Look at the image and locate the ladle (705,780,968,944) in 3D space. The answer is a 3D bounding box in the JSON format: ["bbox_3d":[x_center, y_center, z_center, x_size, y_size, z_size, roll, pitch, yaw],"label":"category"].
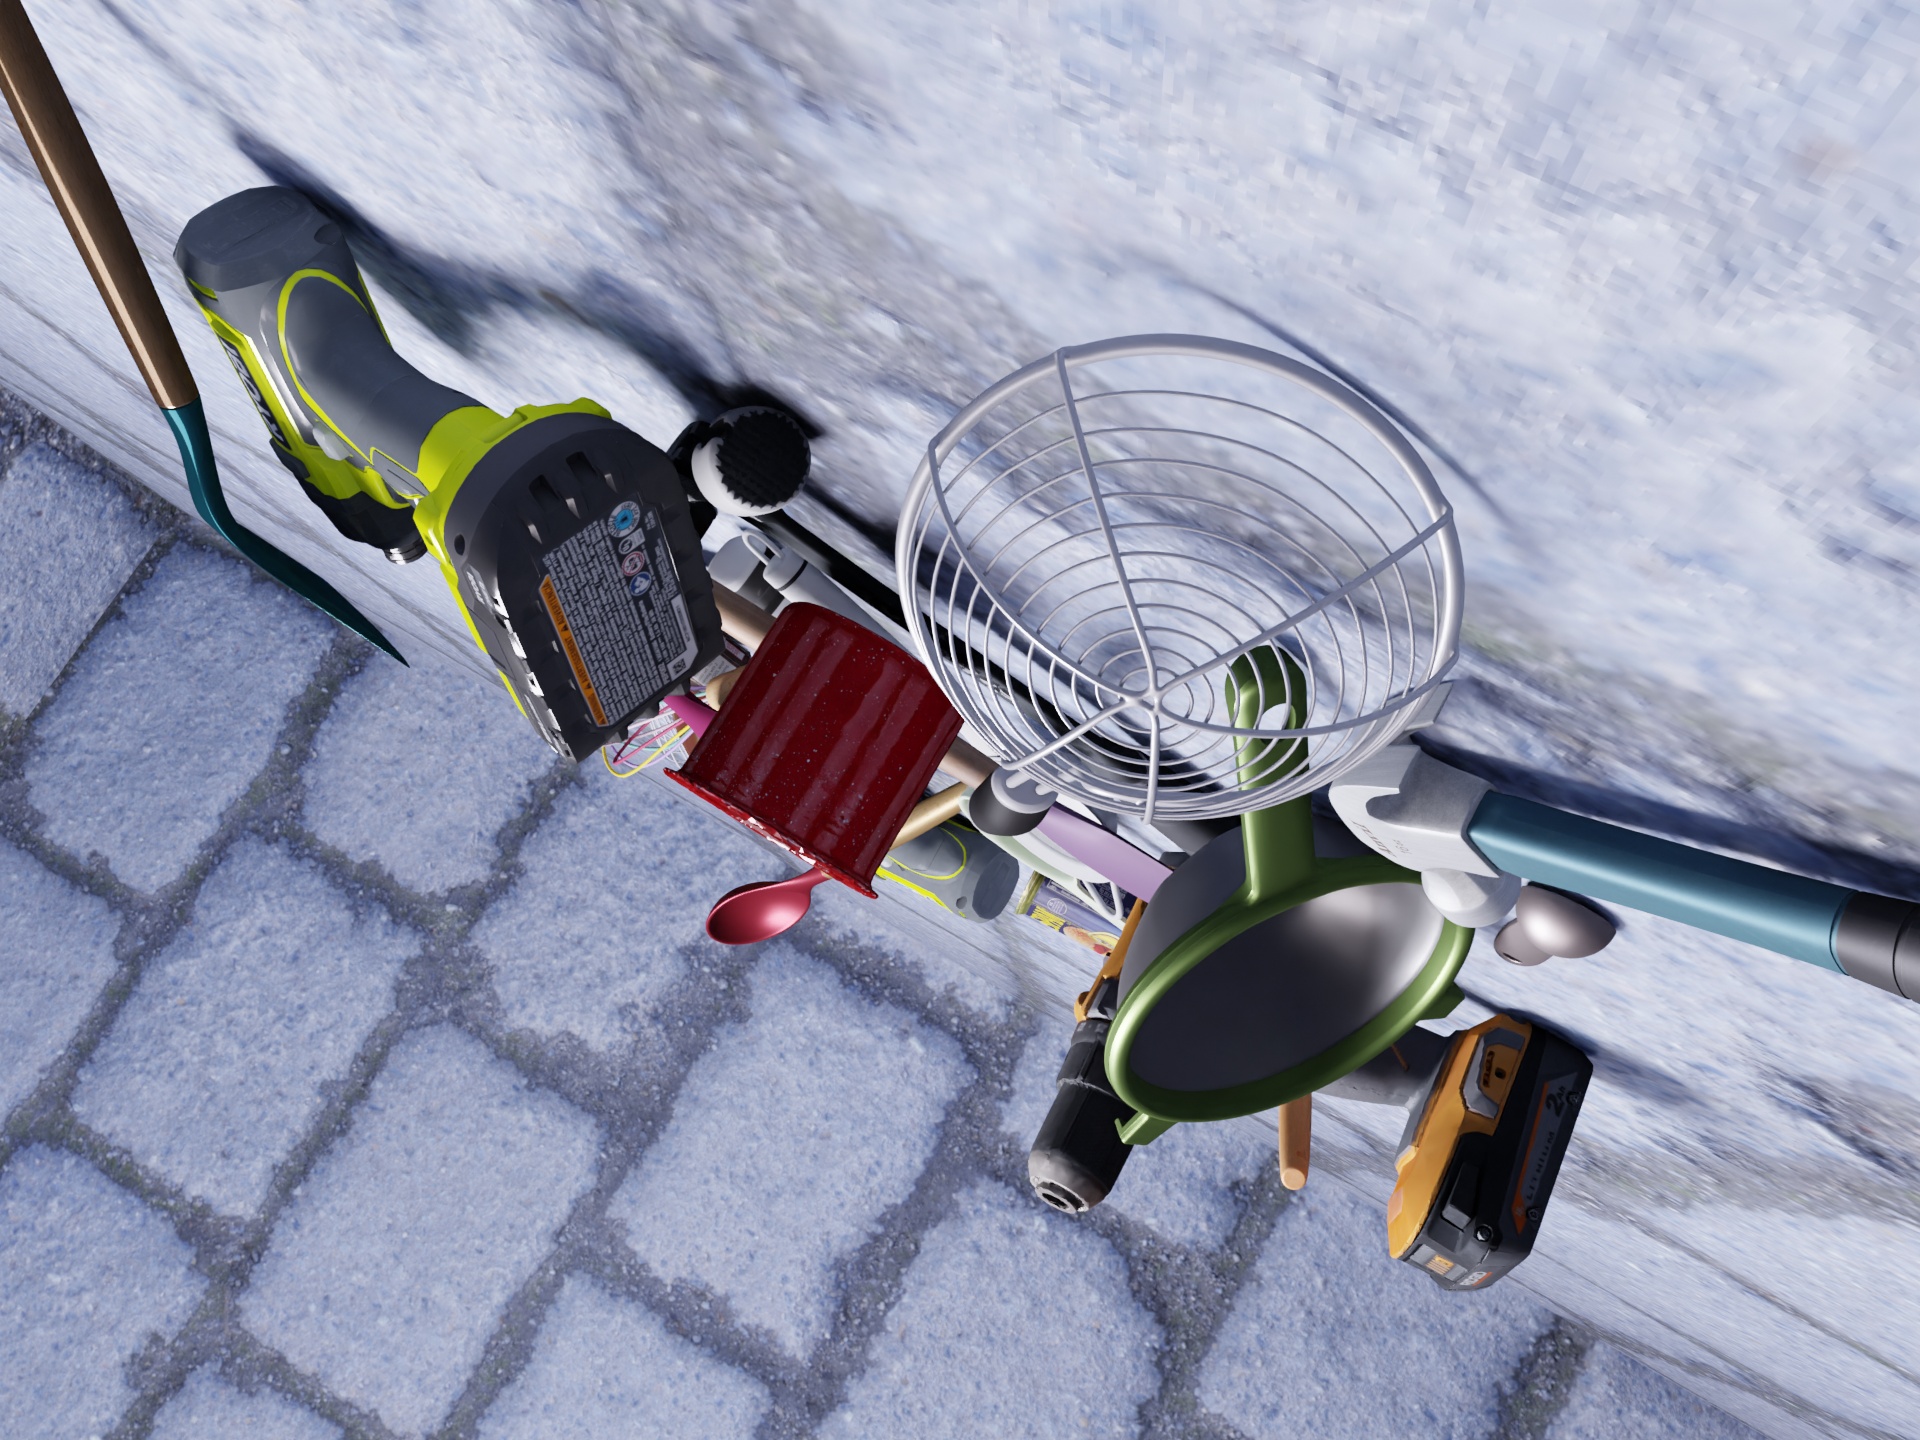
[{"bbox_3d":[-0.070,0.086,0.997,0.069,0.031,0.315,8,154,-35],"label":"ladle"}]

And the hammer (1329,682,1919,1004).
[{"bbox_3d":[0.228,0.055,0.377,0.128,0.033,0.331,38,167,-38],"label":"hammer"}]

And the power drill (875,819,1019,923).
[{"bbox_3d":[-0.083,0.059,1.124,0.191,0.080,0.228,22,169,36],"label":"power drill"}]

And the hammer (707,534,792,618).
[{"bbox_3d":[-0.164,-0.075,0.848,0.337,0.034,0.127,20,164,46],"label":"hammer"}]

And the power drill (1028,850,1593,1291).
[{"bbox_3d":[0.157,0.183,0.749,0.226,0.185,0.084,25,151,14],"label":"power drill"}]

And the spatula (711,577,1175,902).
[{"bbox_3d":[-0.008,0.012,0.689,0.315,0.018,0.060,33,161,-10],"label":"spatula"}]

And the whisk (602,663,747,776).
[{"bbox_3d":[-0.149,-0.007,0.924,0.051,0.047,0.245,39,147,-26],"label":"whisk"}]

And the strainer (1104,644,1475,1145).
[{"bbox_3d":[0.105,0.050,0.573,0.256,0.151,0.069,74,173,-47],"label":"strainer"}]

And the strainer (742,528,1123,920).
[{"bbox_3d":[-0.001,-0.002,0.723,0.258,0.050,0.087,42,157,-23],"label":"strainer"}]

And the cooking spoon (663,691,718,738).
[{"bbox_3d":[-0.178,-0.039,0.855,0.318,0.017,0.069,48,156,-19],"label":"cooking spoon"}]

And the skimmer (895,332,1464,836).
[{"bbox_3d":[0.037,-0.011,0.486,0.127,0.090,0.363,21,173,-1],"label":"skimmer"}]

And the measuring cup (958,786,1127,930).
[{"bbox_3d":[0.072,0.076,0.849,0.167,0.038,0.083,39,166,-19],"label":"measuring cup"}]

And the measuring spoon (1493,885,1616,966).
[{"bbox_3d":[0.212,0.084,0.588,0.034,0.018,0.124,28,170,16],"label":"measuring spoon"}]

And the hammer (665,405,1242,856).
[{"bbox_3d":[0.047,0.009,0.654,0.408,0.036,0.149,35,170,-22],"label":"hammer"}]

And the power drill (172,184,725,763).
[{"bbox_3d":[-0.195,-0.087,0.609,0.223,0.080,0.171,36,153,29],"label":"power drill"}]

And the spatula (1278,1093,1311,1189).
[{"bbox_3d":[0.192,0.201,0.931,0.081,0.041,0.322,30,-165,5],"label":"spatula"}]

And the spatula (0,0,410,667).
[{"bbox_3d":[-0.286,-0.145,0.580,0.082,0.044,0.317,36,147,38],"label":"spatula"}]

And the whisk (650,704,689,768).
[{"bbox_3d":[-0.224,-0.038,1.143,0.070,0.070,0.284,26,163,23],"label":"whisk"}]
